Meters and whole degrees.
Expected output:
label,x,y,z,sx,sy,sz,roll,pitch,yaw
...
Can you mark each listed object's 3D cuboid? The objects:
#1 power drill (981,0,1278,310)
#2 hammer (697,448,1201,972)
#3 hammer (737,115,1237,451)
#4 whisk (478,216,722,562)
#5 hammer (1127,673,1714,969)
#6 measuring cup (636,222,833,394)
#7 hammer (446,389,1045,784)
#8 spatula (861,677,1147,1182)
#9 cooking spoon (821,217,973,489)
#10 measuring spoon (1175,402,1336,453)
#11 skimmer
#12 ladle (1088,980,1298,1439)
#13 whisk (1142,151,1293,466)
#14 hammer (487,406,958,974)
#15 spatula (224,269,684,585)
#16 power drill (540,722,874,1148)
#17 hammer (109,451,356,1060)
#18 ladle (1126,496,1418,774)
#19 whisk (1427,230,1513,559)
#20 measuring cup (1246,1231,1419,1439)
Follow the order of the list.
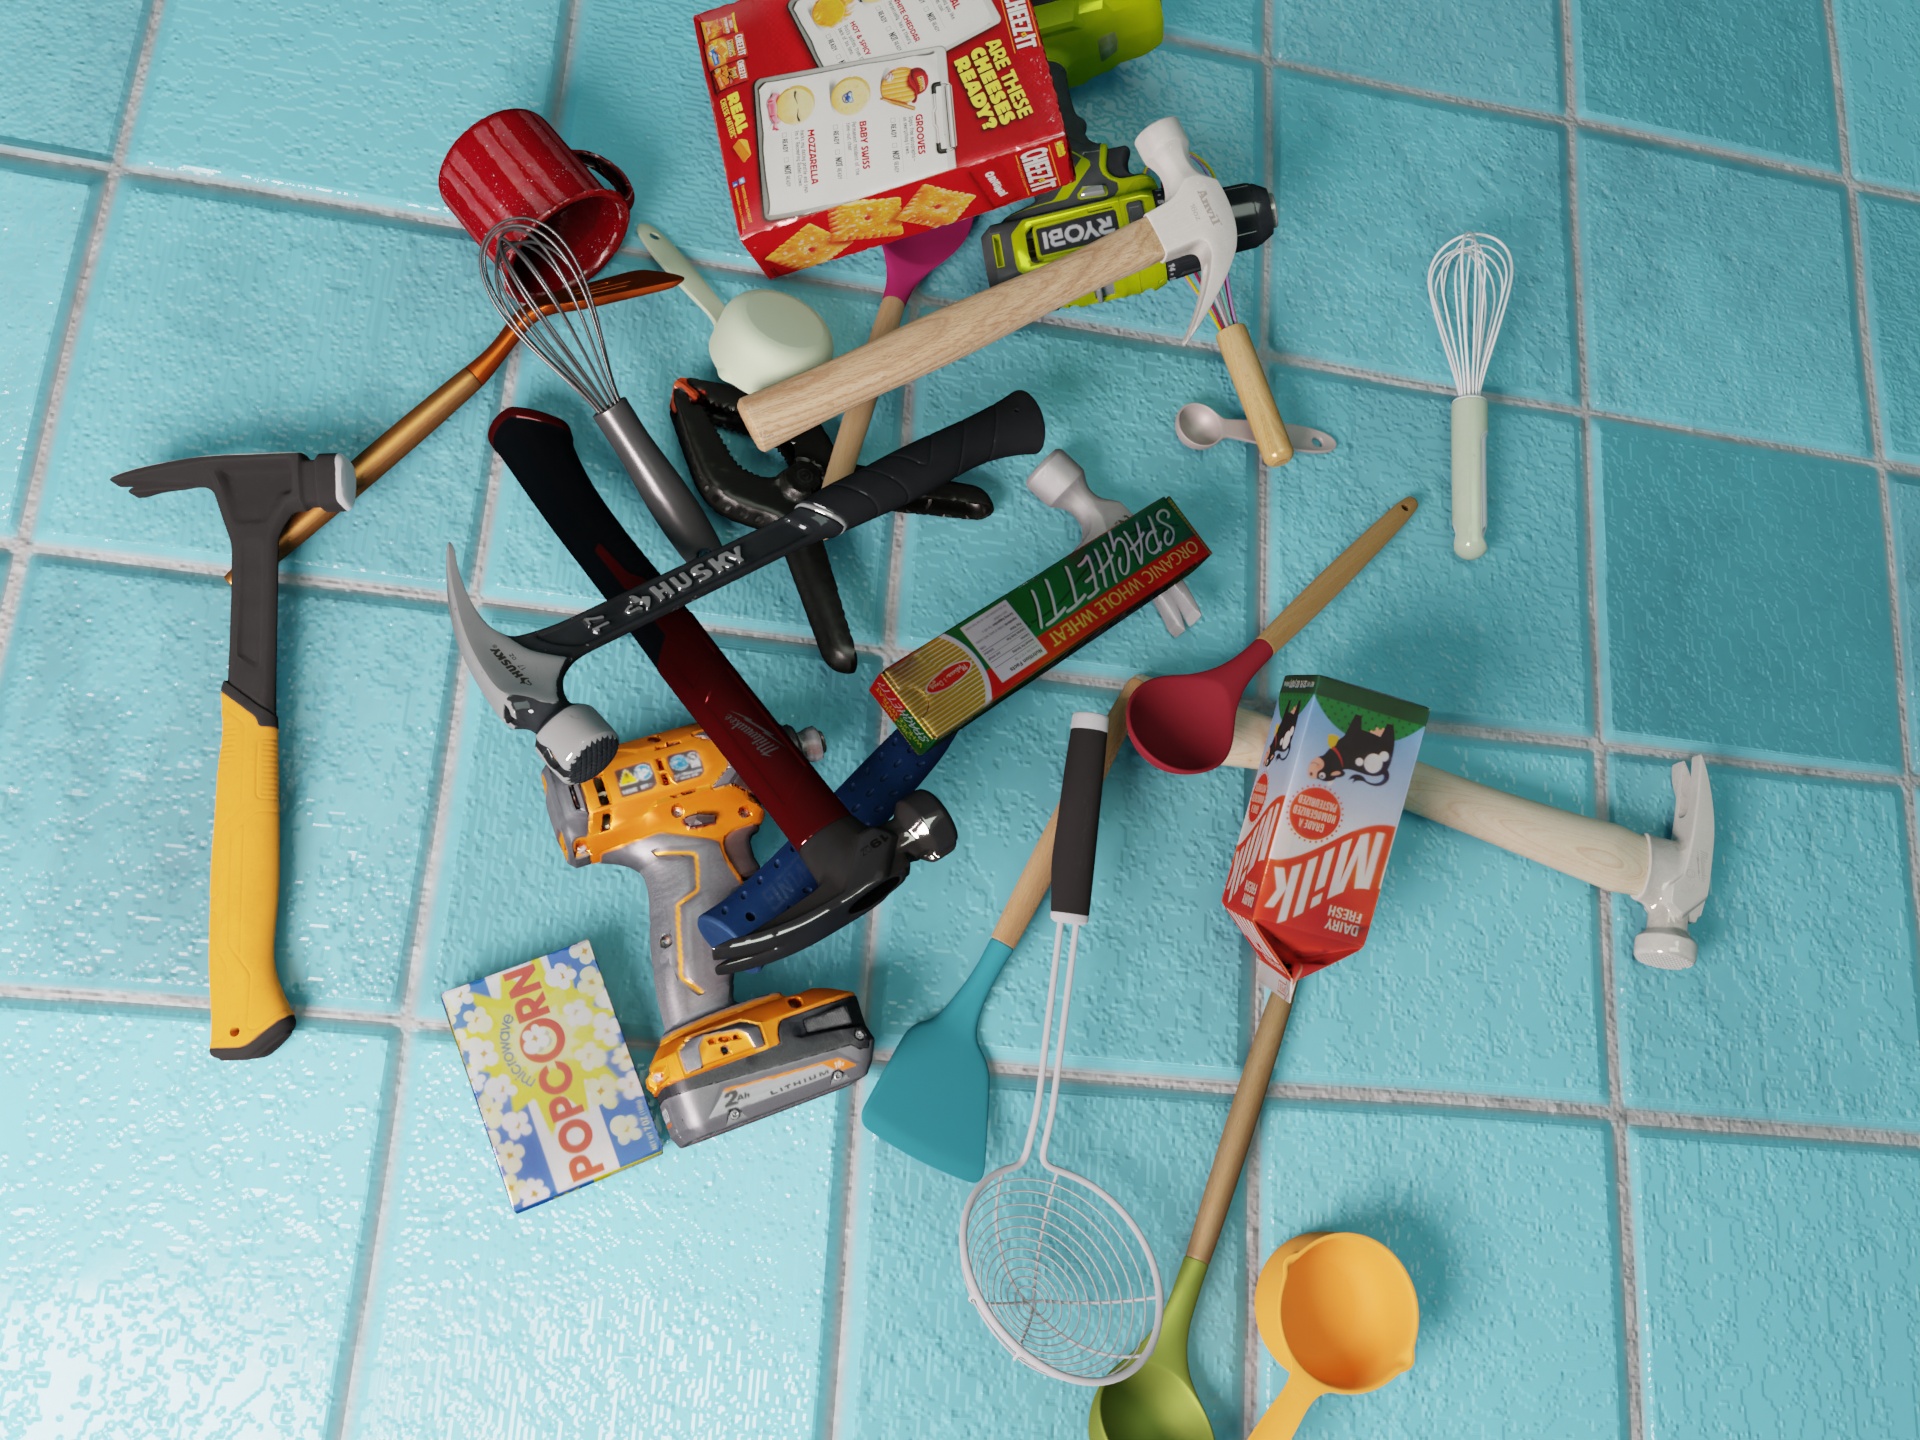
label,x,y,z,sx,sy,sz,roll,pitch,yaw
power drill,0.099,-0.391,1.064,0.190,0.080,0.229,-11,76,8
hammer,-0.001,-0.003,0.939,0.144,0.035,0.405,43,57,-1
hammer,0.020,-0.248,0.979,0.331,0.031,0.130,-27,86,-6
whisk,-0.205,-0.186,0.942,0.055,0.055,0.238,-38,112,-19
hammer,0.303,0.037,1.043,0.410,0.038,0.146,18,71,-8
measuring cup,-0.146,-0.271,1.009,0.168,0.038,0.083,47,44,11
hammer,-0.099,-0.109,0.905,0.409,0.036,0.149,-32,66,-35
spatula,0.042,0.112,0.948,0.082,0.044,0.317,31,77,-14
cooking spoon,-0.050,-0.250,1.026,0.068,0.017,0.319,19,63,-8
measuring spoon,0.202,-0.194,1.095,0.124,0.018,0.034,4,67,-19
skimmer,0.071,0.173,0.892,0.127,0.090,0.363,12,80,-28
ladle,0.152,0.291,0.931,0.078,0.062,0.320,27,69,-9
whisk,0.182,-0.288,1.091,0.047,0.051,0.245,-12,77,-25
hammer,-0.172,-0.037,0.885,0.143,0.038,0.387,-31,65,-22
spatula,-0.305,-0.184,0.956,0.322,0.081,0.041,-45,125,-12
power drill,-0.127,0.108,0.903,0.164,0.084,0.227,-17,76,-18
hammer,-0.401,0.016,0.877,0.127,0.034,0.337,-3,80,-3
ladle,0.211,-0.063,1.030,0.069,0.031,0.315,44,60,9
whisk,0.361,-0.232,1.123,0.059,0.057,0.246,-1,78,22
measuring cup,0.191,0.376,0.919,0.095,0.052,0.174,39,72,-1
